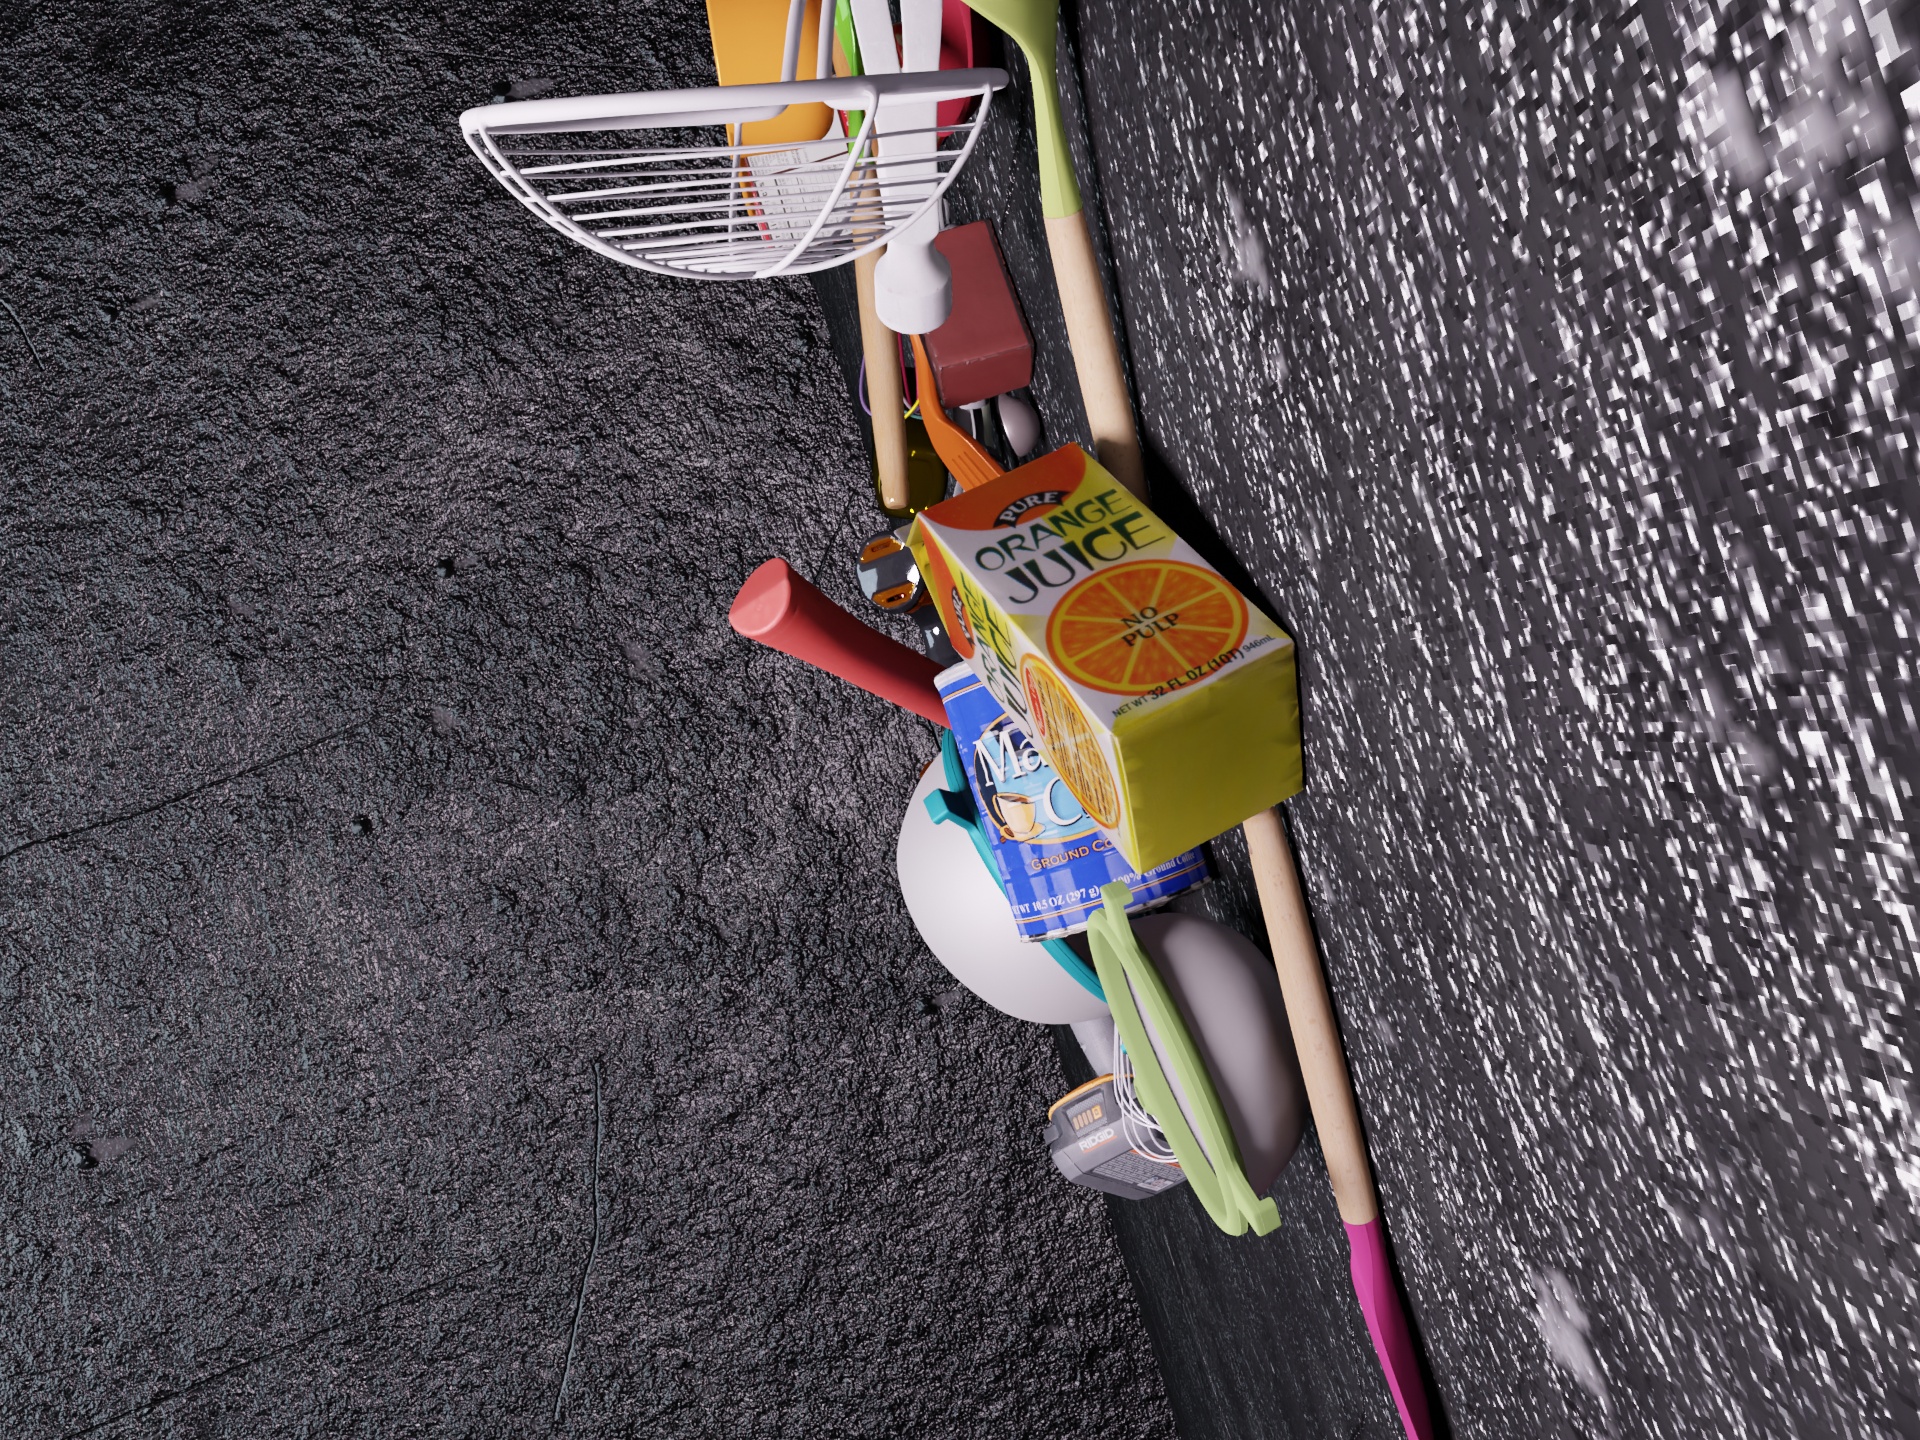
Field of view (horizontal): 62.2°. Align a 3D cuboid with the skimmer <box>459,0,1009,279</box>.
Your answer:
[{"bbox_3d":[-0.041,-0.256,0.440,0.090,0.127,0.364,71,-159,-58],"label":"skimmer"}]

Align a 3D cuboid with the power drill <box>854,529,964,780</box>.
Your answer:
[{"bbox_3d":[0.008,-0.043,1.233,0.164,0.084,0.226,-20,-87,-60],"label":"power drill"}]

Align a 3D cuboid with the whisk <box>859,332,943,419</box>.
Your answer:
[{"bbox_3d":[-0.037,-0.283,1.015,0.047,0.051,0.245,118,154,-53],"label":"whisk"}]

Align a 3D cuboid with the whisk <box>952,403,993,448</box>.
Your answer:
[{"bbox_3d":[0.011,-0.158,1.085,0.058,0.059,0.246,39,153,31],"label":"whisk"}]

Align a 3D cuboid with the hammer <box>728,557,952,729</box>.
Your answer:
[{"bbox_3d":[-0.001,-0.003,0.878,0.358,0.036,0.149,26,-141,-57],"label":"hammer"}]

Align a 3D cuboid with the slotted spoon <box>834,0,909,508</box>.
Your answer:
[{"bbox_3d":[-0.048,-0.265,0.840,0.070,0.031,0.314,108,156,-83],"label":"slotted spoon"}]

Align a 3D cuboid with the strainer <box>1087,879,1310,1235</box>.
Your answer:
[{"bbox_3d":[0.118,0.158,0.750,0.256,0.069,0.152,79,168,-72],"label":"strainer"}]

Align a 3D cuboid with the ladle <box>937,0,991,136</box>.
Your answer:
[{"bbox_3d":[0.003,-0.308,0.575,0.315,0.031,0.069,111,146,-82],"label":"ladle"}]

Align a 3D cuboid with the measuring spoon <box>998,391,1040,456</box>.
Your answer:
[{"bbox_3d":[0.026,-0.206,0.884,0.034,0.018,0.124,27,-131,-70],"label":"measuring spoon"}]

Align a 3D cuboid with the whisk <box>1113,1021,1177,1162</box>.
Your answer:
[{"bbox_3d":[0.115,0.165,1.049,0.285,0.070,0.070,-103,-1,-47],"label":"whisk"}]

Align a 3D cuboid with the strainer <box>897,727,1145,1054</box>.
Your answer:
[{"bbox_3d":[0.033,0.089,1.036,0.211,0.095,0.340,51,-165,-10],"label":"strainer"}]

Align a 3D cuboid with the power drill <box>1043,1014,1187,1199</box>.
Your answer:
[{"bbox_3d":[0.080,0.203,1.104,0.185,0.084,0.226,33,-150,-48],"label":"power drill"}]

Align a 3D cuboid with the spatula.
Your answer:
[{"bbox_3d":[-0.022,-0.254,0.908,0.081,0.041,0.322,178,76,-75],"label":"spatula"}]

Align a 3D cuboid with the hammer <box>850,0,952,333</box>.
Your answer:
[{"bbox_3d":[-0.054,-0.371,0.742,0.144,0.035,0.406,89,170,-56],"label":"hammer"}]

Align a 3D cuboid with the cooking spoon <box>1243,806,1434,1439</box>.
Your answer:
[{"bbox_3d":[0.158,0.179,0.647,0.069,0.017,0.318,-98,-9,-73],"label":"cooking spoon"}]

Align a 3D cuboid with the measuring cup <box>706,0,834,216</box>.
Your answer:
[{"bbox_3d":[-0.087,-0.293,0.760,0.173,0.052,0.095,95,166,-76],"label":"measuring cup"}]

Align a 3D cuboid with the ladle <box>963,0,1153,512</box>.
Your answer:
[{"bbox_3d":[0.033,-0.164,0.600,0.078,0.062,0.319,-90,-15,-53],"label":"ladle"}]

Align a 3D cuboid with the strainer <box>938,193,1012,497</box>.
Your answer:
[{"bbox_3d":[0.010,-0.189,0.974,0.087,0.050,0.258,-47,-47,-52],"label":"strainer"}]
